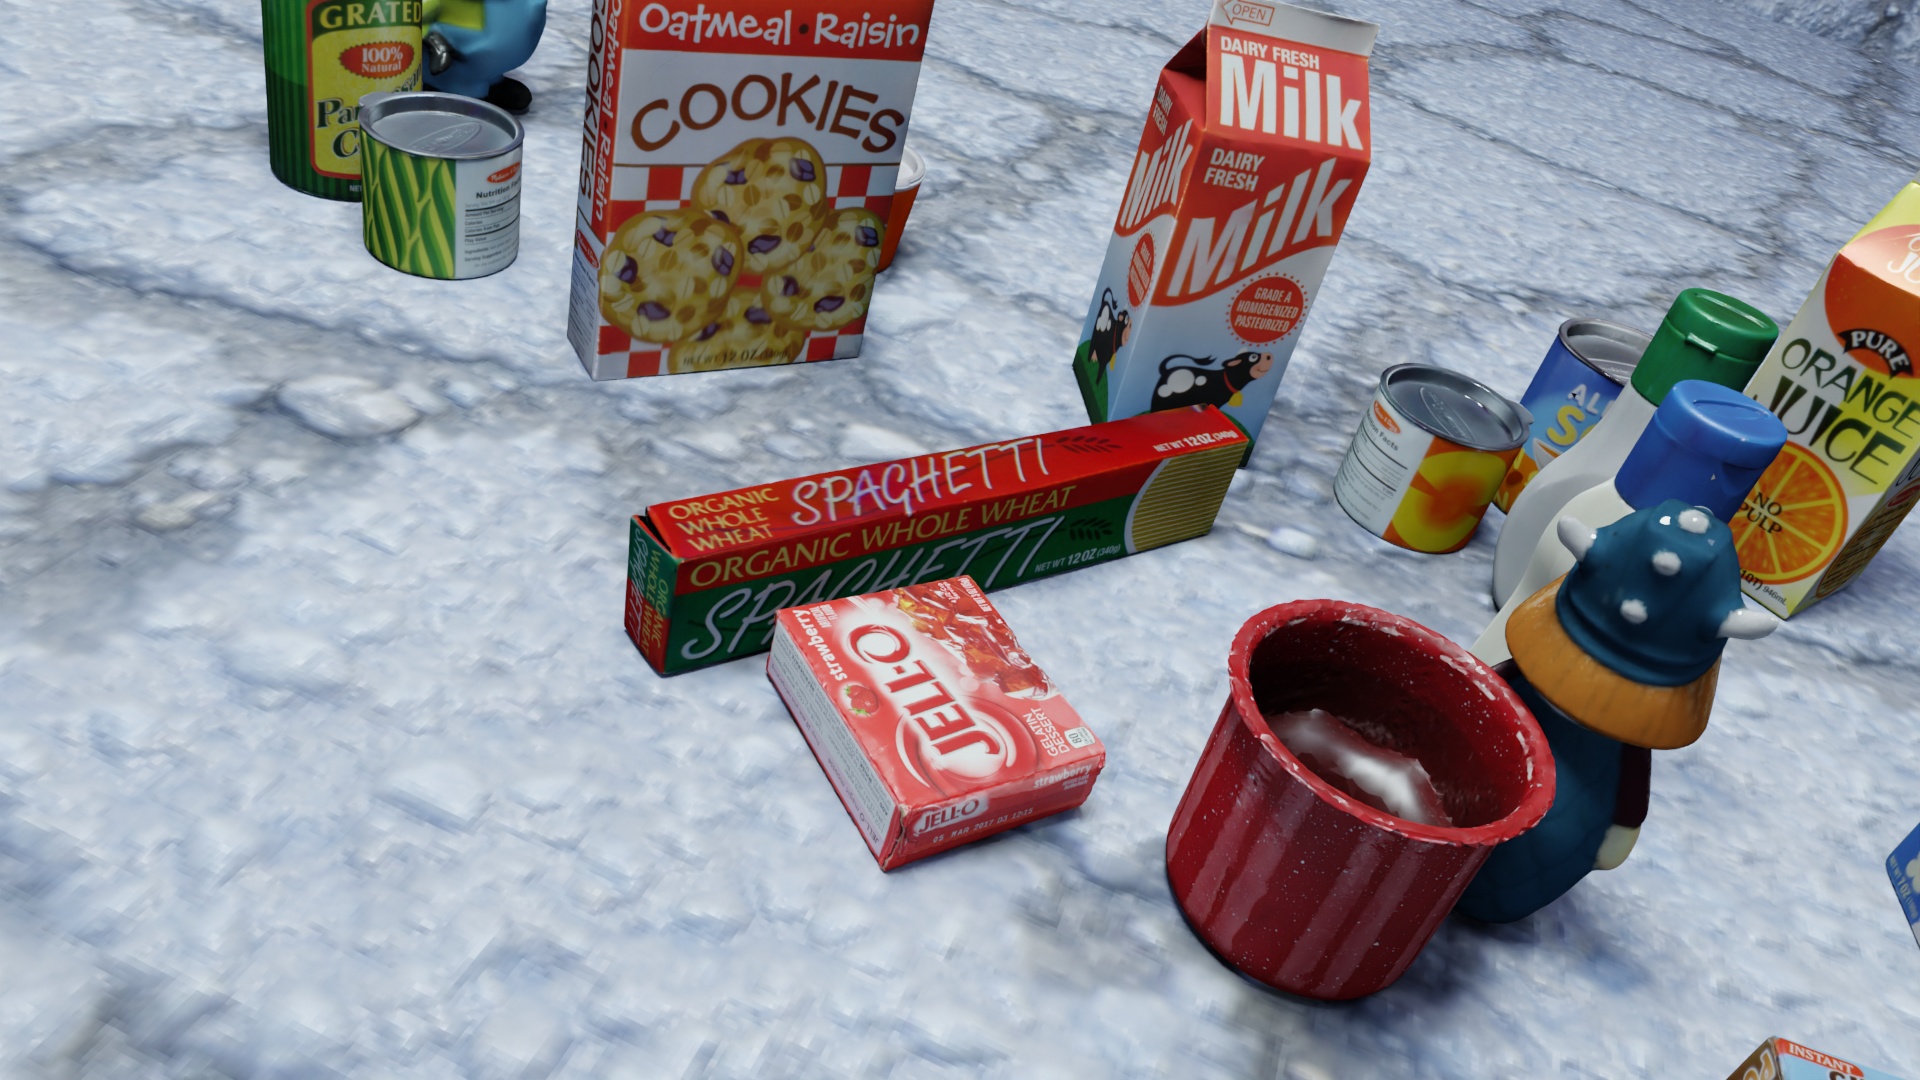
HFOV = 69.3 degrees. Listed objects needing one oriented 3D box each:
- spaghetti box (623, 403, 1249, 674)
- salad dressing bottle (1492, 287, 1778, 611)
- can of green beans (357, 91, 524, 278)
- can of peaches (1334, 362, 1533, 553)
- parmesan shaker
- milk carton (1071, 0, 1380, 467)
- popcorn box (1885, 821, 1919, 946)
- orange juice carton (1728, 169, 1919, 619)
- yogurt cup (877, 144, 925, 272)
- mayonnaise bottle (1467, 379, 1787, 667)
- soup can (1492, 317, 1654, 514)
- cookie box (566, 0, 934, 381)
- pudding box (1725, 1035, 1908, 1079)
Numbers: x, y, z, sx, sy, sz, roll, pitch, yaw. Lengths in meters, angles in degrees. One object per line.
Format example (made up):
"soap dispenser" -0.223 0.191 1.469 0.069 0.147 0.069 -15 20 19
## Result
"spaghetti box" 0.002 -0.006 0.500 0.251 0.049 0.029 -13 45 -34
"salad dressing bottle" 0.261 -0.025 0.542 0.064 0.146 0.044 38 41 27
"can of green beans" -0.225 -0.154 0.603 0.071 0.057 0.071 11 36 -8
"can of peaches" 0.208 -0.036 0.611 0.071 0.057 0.071 11 36 -8
"parmesan shaker" -0.274 -0.214 0.626 0.071 0.102 0.072 11 36 -8
"milk carton" 0.110 -0.131 0.588 0.072 0.189 0.074 6 37 -13
"popcorn box" 0.347 0.123 0.431 0.038 0.084 0.127 18 36 3
"orange juice carton" 0.401 -0.065 0.610 0.073 0.191 0.072 -15 46 -36
"yogurt cup" -0.055 -0.168 0.690 0.072 0.053 0.073 11 36 -8
"mayonnaise bottle" 0.220 0.017 0.469 0.065 0.147 0.041 4 37 -16
"soup can" 0.288 -0.048 0.637 0.071 0.083 0.072 11 36 -8
"cookie box" -0.087 -0.149 0.556 0.123 0.166 0.040 -10 43 -31
"pudding box" 0.242 0.166 0.362 0.084 0.049 0.030 19 36 4
